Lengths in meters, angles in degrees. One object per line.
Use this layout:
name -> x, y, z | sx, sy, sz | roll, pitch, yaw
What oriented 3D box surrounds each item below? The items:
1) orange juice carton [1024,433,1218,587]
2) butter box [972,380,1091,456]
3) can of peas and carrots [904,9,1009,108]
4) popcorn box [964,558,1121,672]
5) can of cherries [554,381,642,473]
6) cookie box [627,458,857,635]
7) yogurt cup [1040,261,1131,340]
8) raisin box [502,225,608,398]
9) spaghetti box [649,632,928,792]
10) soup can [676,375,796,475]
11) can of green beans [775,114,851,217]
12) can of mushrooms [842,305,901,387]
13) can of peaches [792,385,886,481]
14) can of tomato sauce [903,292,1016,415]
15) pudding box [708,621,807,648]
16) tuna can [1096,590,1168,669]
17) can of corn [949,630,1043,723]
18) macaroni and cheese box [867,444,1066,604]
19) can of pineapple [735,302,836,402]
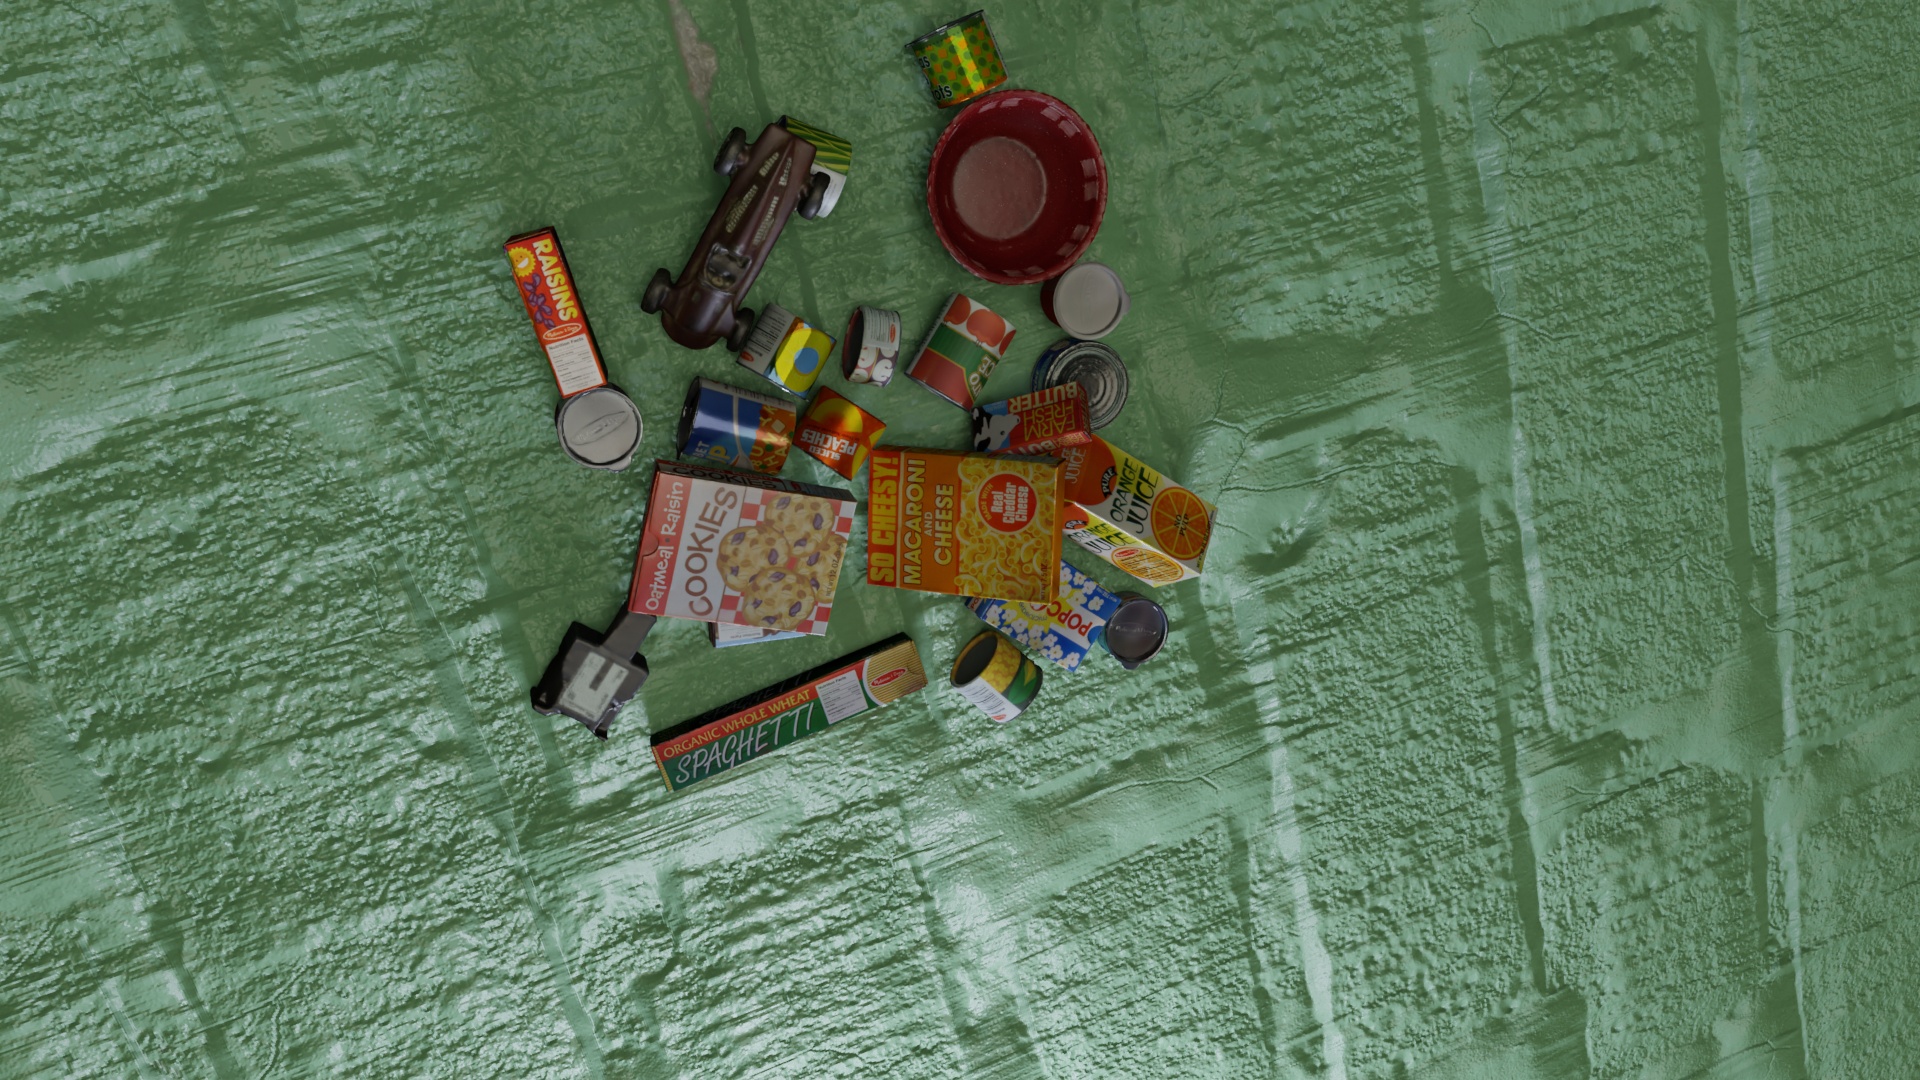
orange juice carton -> 0.134, -0.033, 1.260 | 0.192, 0.073, 0.072 | 28, 66, -22
butter box -> 0.061, -0.101, 1.217 | 0.103, 0.053, 0.024 | -13, 152, 20
can of peas and carrots -> -0.002, -0.395, 1.144 | 0.071, 0.071, 0.058 | -29, 111, -10
popcorn box -> 0.076, 0.056, 1.281 | 0.126, 0.038, 0.085 | 32, 91, -33
can of cherries -> -0.293, -0.092, 1.123 | 0.071, 0.058, 0.071 | -5, 104, -18
cookie box -> -0.182, 0.007, 1.154 | 0.168, 0.040, 0.122 | 9, 106, -21
yogurt cup -> 0.105, -0.214, 1.229 | 0.072, 0.054, 0.072 | -4, 104, -17
raisin box -> -0.314, -0.179, 1.080 | 0.040, 0.086, 0.123 | -19, 108, -8
spaghetti box -> -0.153, 0.152, 1.244 | 0.251, 0.029, 0.050 | -22, 109, -13
soup can -> -0.187, -0.092, 1.154 | 0.084, 0.071, 0.071 | 14, 98, -21
can of green beans -> -0.127, -0.302, 1.124 | 0.058, 0.071, 0.071 | 17, 97, -22
can of mushrooms -> -0.076, -0.163, 1.176 | 0.033, 0.071, 0.071 | 8, 100, -20
can of peaches -> -0.105, -0.091, 1.179 | 0.071, 0.071, 0.058 | 33, 90, -22
can of tomato sauce -> 0.002, -0.161, 1.200 | 0.071, 0.071, 0.083 | 30, 92, -22
pudding box -> -0.178, 0.063, 1.214 | 0.084, 0.030, 0.049 | -7, 104, -17
tuna can -> 0.163, 0.086, 1.331 | 0.071, 0.033, 0.071 | -4, 104, -17
can of corn -> 0.034, 0.123, 1.281 | 0.058, 0.071, 0.071 | 41, 88, -22
macaroni and cheese box -> 0.004, -0.015, 1.206 | 0.166, 0.040, 0.123 | 6, 102, 16
can of pineapple -> -0.143, -0.156, 1.154 | 0.071, 0.071, 0.058 | 28, 93, -22
